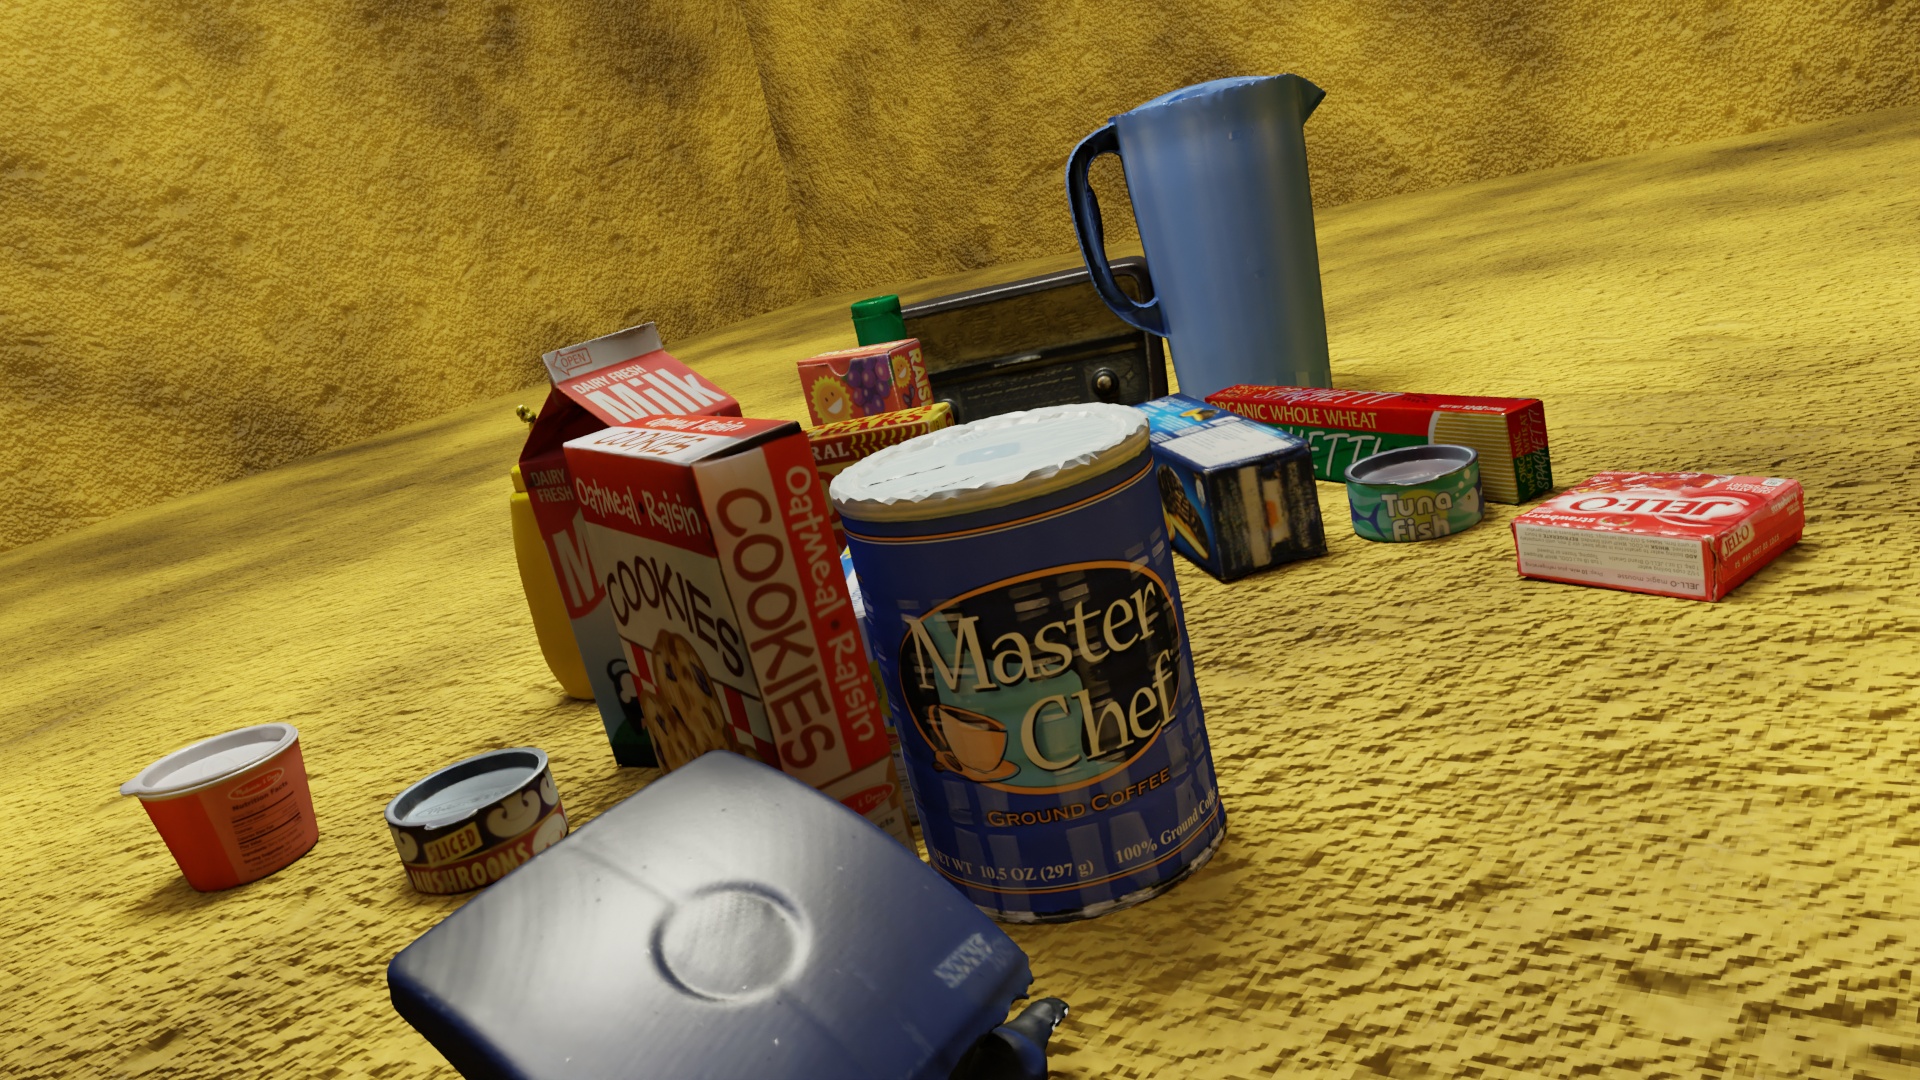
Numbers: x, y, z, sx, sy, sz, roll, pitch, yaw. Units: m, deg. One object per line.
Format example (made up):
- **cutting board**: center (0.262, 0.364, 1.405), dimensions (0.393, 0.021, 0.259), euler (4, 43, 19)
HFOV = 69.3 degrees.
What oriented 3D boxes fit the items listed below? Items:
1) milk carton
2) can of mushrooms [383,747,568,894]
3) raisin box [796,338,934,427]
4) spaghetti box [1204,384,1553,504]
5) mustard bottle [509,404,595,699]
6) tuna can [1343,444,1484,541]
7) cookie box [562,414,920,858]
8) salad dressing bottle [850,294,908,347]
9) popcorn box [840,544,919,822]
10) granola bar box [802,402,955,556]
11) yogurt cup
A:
- **milk carton**: center (-0.133, 0.001, 0.622), dimensions (0.073, 0.190, 0.073), euler (-4, 17, 32)
- **can of mushrooms**: center (-0.197, 0.114, 0.567), dimensions (0.071, 0.033, 0.071), euler (-12, 15, 3)
- **raisin box**: center (-0.058, -0.072, 0.962), dimensions (0.086, 0.123, 0.040), euler (-2, 18, 38)
- **spaghetti box**: center (0.231, -0.060, 0.809), dimensions (0.029, 0.050, 0.250), euler (-20, 16, -24)
- **mustard bottle**: center (-0.202, 0.004, 0.734), dimensions (0.065, 0.159, 0.049), euler (-7, 16, 25)
- **tuna can**: center (0.231, -0.024, 0.707), dimensions (0.071, 0.032, 0.071), euler (-12, 15, 3)
- **cookie box**: center (-0.072, 0.043, 0.459), dimensions (0.040, 0.167, 0.123), euler (-21, 16, -29)
- **salad dressing bottle**: center (-0.048, -0.108, 1.039), dimensions (0.044, 0.147, 0.064), euler (-6, 16, 27)
- **popcorn box**: center (-0.026, 0.048, 0.560), dimensions (0.038, 0.085, 0.127), euler (-11, 15, 9)
- **granola bar box**: center (-0.071, 0.008, 0.672), dimensions (0.165, 0.124, 0.039), euler (-8, 15, 21)
- **yogurt cup**: center (-0.323, 0.119, 0.620), dimensions (0.072, 0.053, 0.072), euler (-12, 14, 3)
